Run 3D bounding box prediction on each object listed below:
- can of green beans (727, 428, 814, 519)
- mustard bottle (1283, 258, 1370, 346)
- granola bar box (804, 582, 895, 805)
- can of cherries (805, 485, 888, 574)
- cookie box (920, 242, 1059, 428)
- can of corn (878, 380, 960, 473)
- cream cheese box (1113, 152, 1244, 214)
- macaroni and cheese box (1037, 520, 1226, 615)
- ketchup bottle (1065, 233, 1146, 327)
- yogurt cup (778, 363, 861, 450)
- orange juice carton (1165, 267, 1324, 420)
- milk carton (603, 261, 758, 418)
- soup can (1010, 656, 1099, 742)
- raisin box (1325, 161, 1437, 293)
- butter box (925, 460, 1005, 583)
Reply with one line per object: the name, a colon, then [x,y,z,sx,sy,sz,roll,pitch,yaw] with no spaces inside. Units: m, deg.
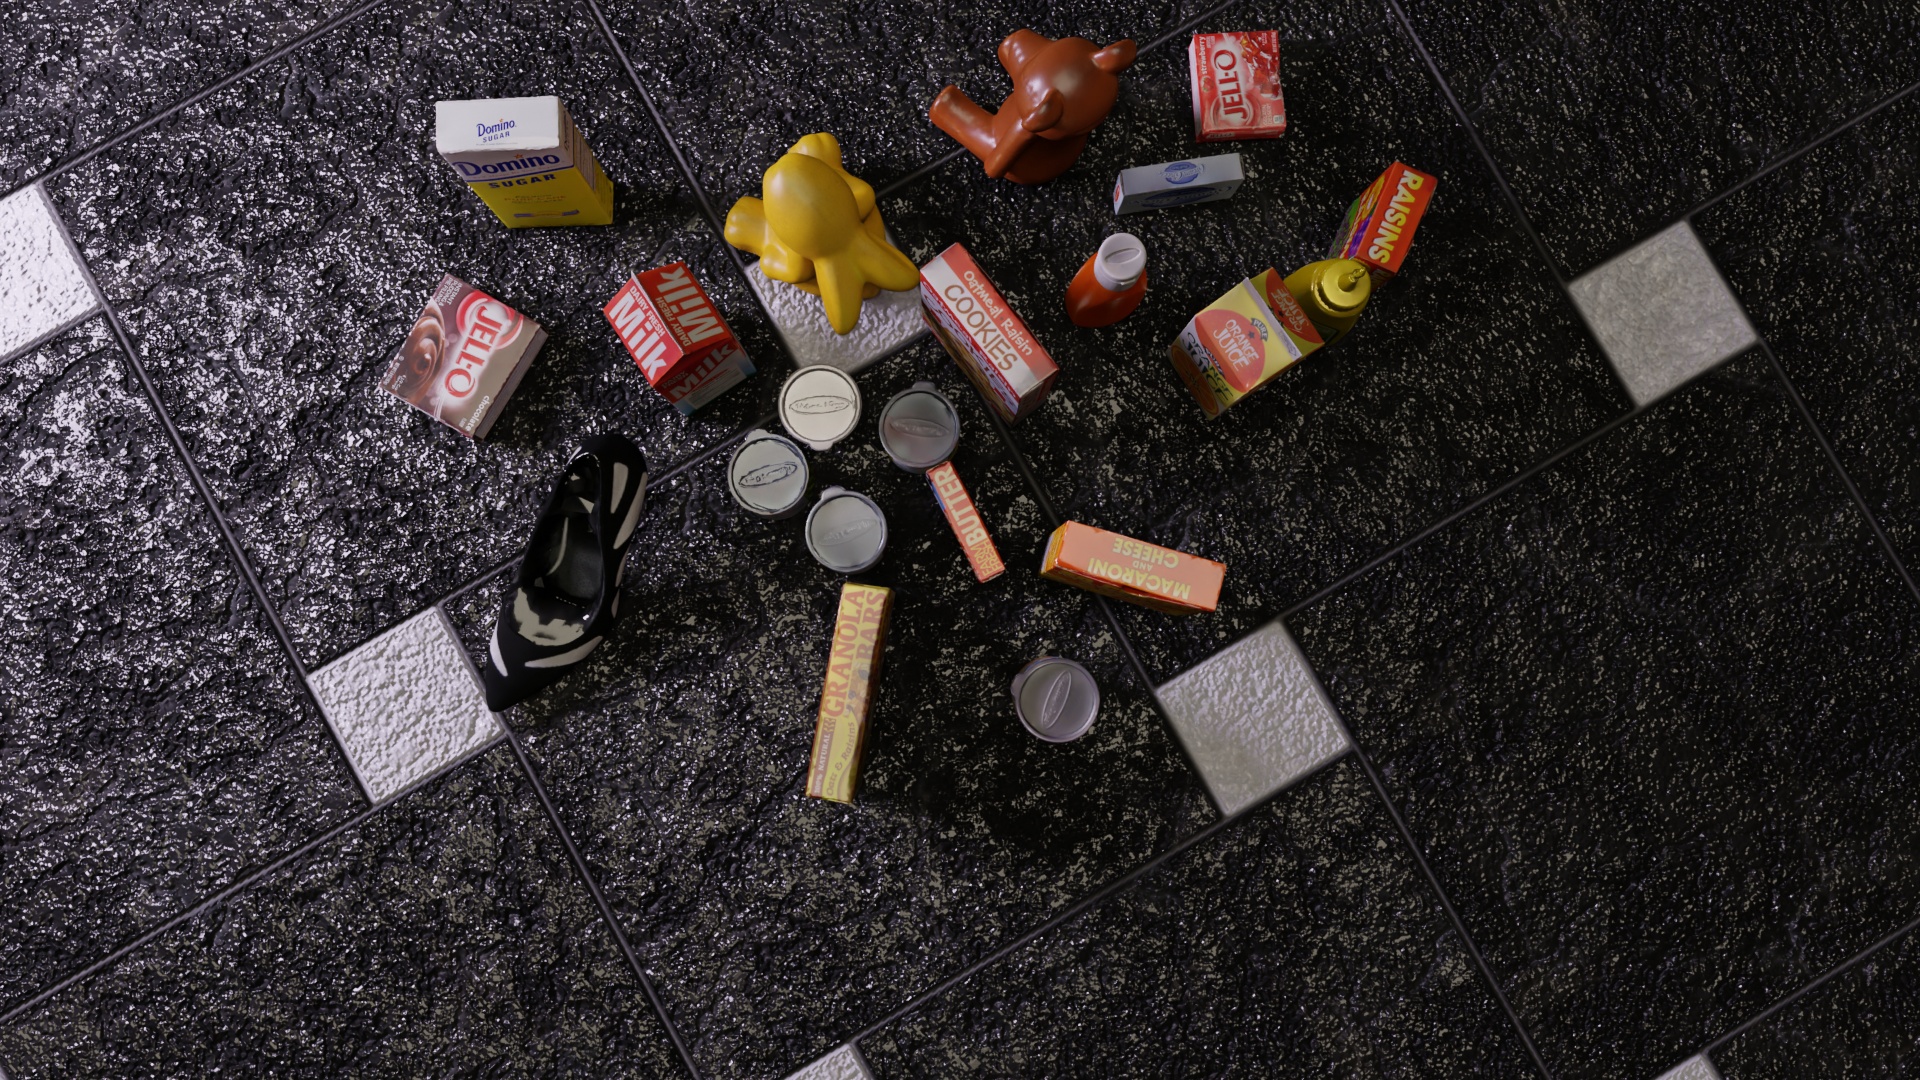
can of green beans: [-0.155,-0.052,1.147,0.071,0.058,0.071,0,86,-1]
mustard bottle: [0.293,-0.195,1.114,0.065,0.160,0.049,22,86,1]
granola bar box: [-0.086,0.118,1.102,0.039,0.124,0.165,10,86,0]
can of cherries: [-0.093,-0.008,1.144,0.071,0.058,0.071,0,86,-1]
cookie box: [0.021,-0.159,1.103,0.040,0.167,0.123,-38,88,-3]
can of corn: [-0.033,-0.093,1.152,0.071,0.058,0.071,0,86,-1]
cream cheese box: [0.183,-0.301,1.173,0.104,0.053,0.024,-9,87,-2]
macaroni and cheese box: [0.130,0.025,1.092,0.124,0.166,0.040,16,86,0]
ketchup bottle: [0.122,-0.209,1.117,0.065,0.148,0.043,-17,87,-2]
yogurt cup: [-0.115,-0.109,1.153,0.072,0.054,0.072,0,86,-1]
orange juice carton: [0.224,-0.155,1.093,0.073,0.192,0.072,-32,88,-3]
milk carton: [-0.219,-0.158,1.087,0.073,0.190,0.072,-33,88,-3]
soup can: [0.073,0.126,1.125,0.071,0.083,0.071,0,86,-1]
raisin box: [0.338,-0.247,1.137,0.040,0.123,0.086,25,86,1]
butter box: [0.004,-0.014,1.149,0.024,0.053,0.103,-27,87,-2]
